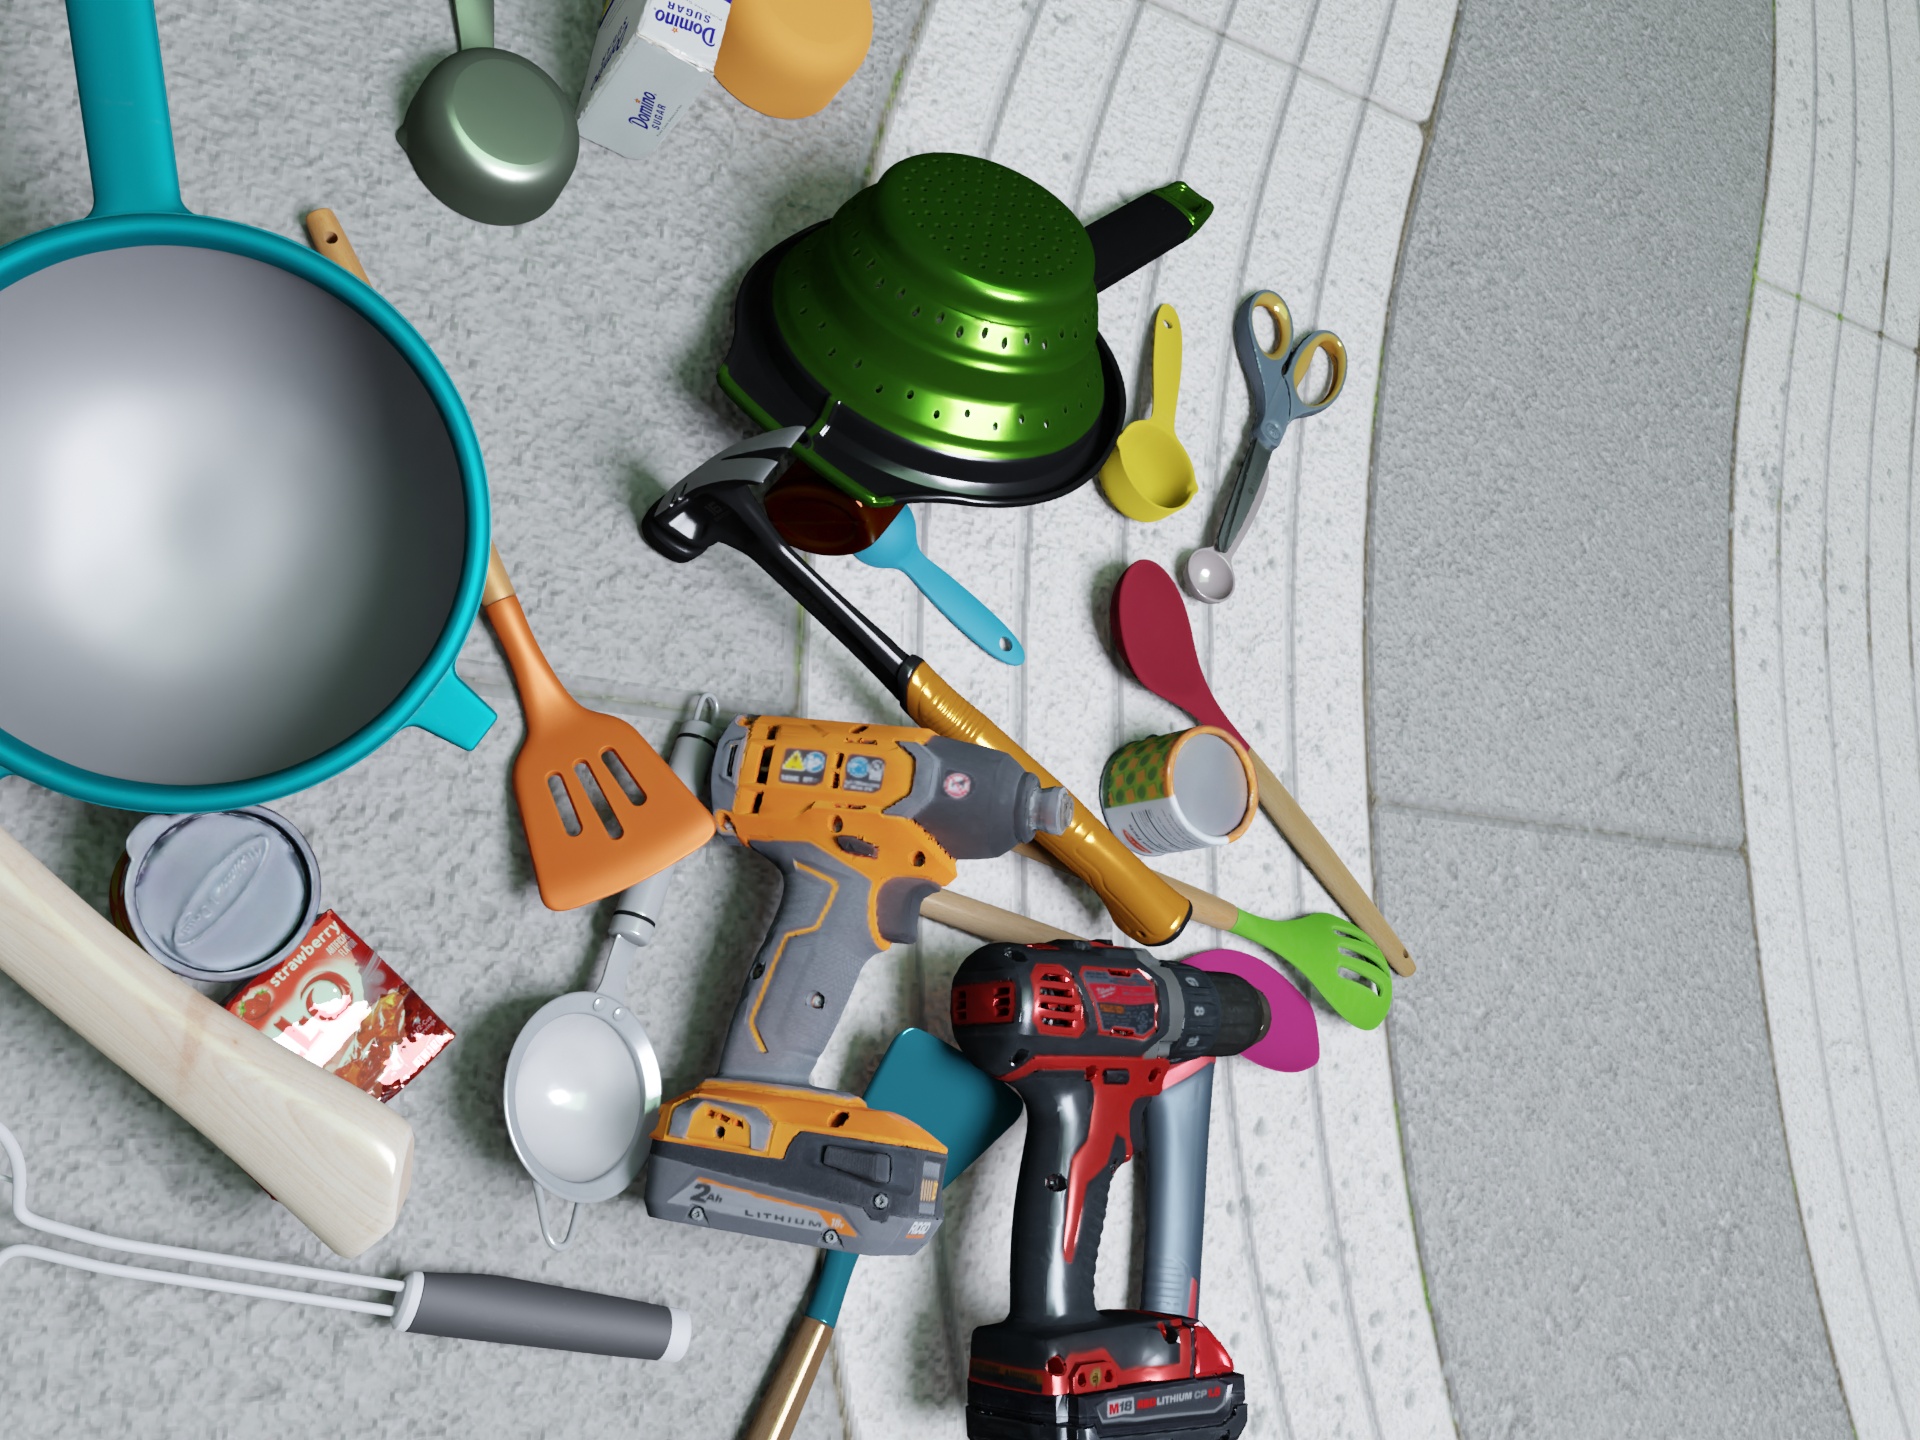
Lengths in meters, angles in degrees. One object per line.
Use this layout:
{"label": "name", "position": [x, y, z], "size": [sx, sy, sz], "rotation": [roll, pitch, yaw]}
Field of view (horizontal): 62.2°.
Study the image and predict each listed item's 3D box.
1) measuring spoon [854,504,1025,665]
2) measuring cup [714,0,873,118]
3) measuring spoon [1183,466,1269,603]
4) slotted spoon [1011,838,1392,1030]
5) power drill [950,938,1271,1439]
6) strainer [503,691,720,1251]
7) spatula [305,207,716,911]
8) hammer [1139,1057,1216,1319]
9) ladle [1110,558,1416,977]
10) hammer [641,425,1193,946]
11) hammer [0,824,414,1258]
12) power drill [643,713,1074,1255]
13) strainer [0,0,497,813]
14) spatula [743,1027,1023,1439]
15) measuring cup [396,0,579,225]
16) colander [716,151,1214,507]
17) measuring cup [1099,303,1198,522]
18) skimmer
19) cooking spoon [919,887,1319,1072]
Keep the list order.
{"label": "measuring spoon", "position": [-0.008, -0.074, 0.833], "size": [0.128, 0.021, 0.042], "rotation": [42, 61, -17]}
{"label": "measuring cup", "position": [-0.092, -0.407, 0.832], "size": [0.095, 0.052, 0.174], "rotation": [1, 81, -33]}
{"label": "measuring spoon", "position": [0.161, -0.115, 0.961], "size": [0.034, 0.018, 0.124], "rotation": [38, 55, -13]}
{"label": "slotted spoon", "position": [0.130, 0.103, 0.881], "size": [0.313, 0.031, 0.070], "rotation": [23, 47, -25]}
{"label": "power drill", "position": [0.081, 0.218, 0.754], "size": [0.187, 0.080, 0.227], "rotation": [10, 72, -38]}
{"label": "strainer", "position": [-0.147, 0.100, 0.697], "size": [0.086, 0.050, 0.259], "rotation": [42, 52, -41]}
{"label": "spatula", "position": [-0.210, -0.076, 0.692], "size": [0.081, 0.041, 0.322], "rotation": [-26, 93, -18]}
{"label": "hammer", "position": [0.114, 0.363, 0.811], "size": [0.143, 0.038, 0.386], "rotation": [16, 71, -31]}
{"label": "ladle", "position": [0.179, 0.037, 0.930], "size": [0.315, 0.031, 0.069], "rotation": [51, 50, -16]}
{"label": "hammer", "position": [-0.001, -0.002, 0.763], "size": [0.336, 0.127, 0.034], "rotation": [43, 62, -19]}
{"label": "hammer", "position": [-0.350, 0.041, 0.527], "size": [0.146, 0.038, 0.410], "rotation": [-41, 103, 3]}
{"label": "power drill", "position": [-0.042, 0.111, 0.694], "size": [0.084, 0.164, 0.227], "rotation": [50, 46, -66]}
{"label": "strainer", "position": [-0.293, -0.137, 0.597], "size": [0.211, 0.095, 0.340], "rotation": [-8, 92, -14]}
{"label": "spatula", "position": [-0.069, 0.292, 0.702], "size": [0.082, 0.044, 0.318], "rotation": [39, 62, -27]}
{"label": "measuring cup", "position": [-0.219, -0.316, 0.738], "size": [0.083, 0.038, 0.167], "rotation": [-3, 84, -33]}
{"label": "colander", "position": [0.045, -0.248, 0.830], "size": [0.204, 0.094, 0.397], "rotation": [40, 48, 10]}
{"label": "measuring cup", "position": [0.112, -0.183, 0.940], "size": [0.062, 0.029, 0.157], "rotation": [26, 55, -26]}
{"label": "skimmer", "position": [-0.255, 0.218, 0.571], "size": [0.363, 0.090, 0.127], "rotation": [21, 96, -30]}
{"label": "cooking spoon", "position": [0.073, 0.127, 0.845], "size": [0.318, 0.017, 0.069], "rotation": [23, 49, -27]}
